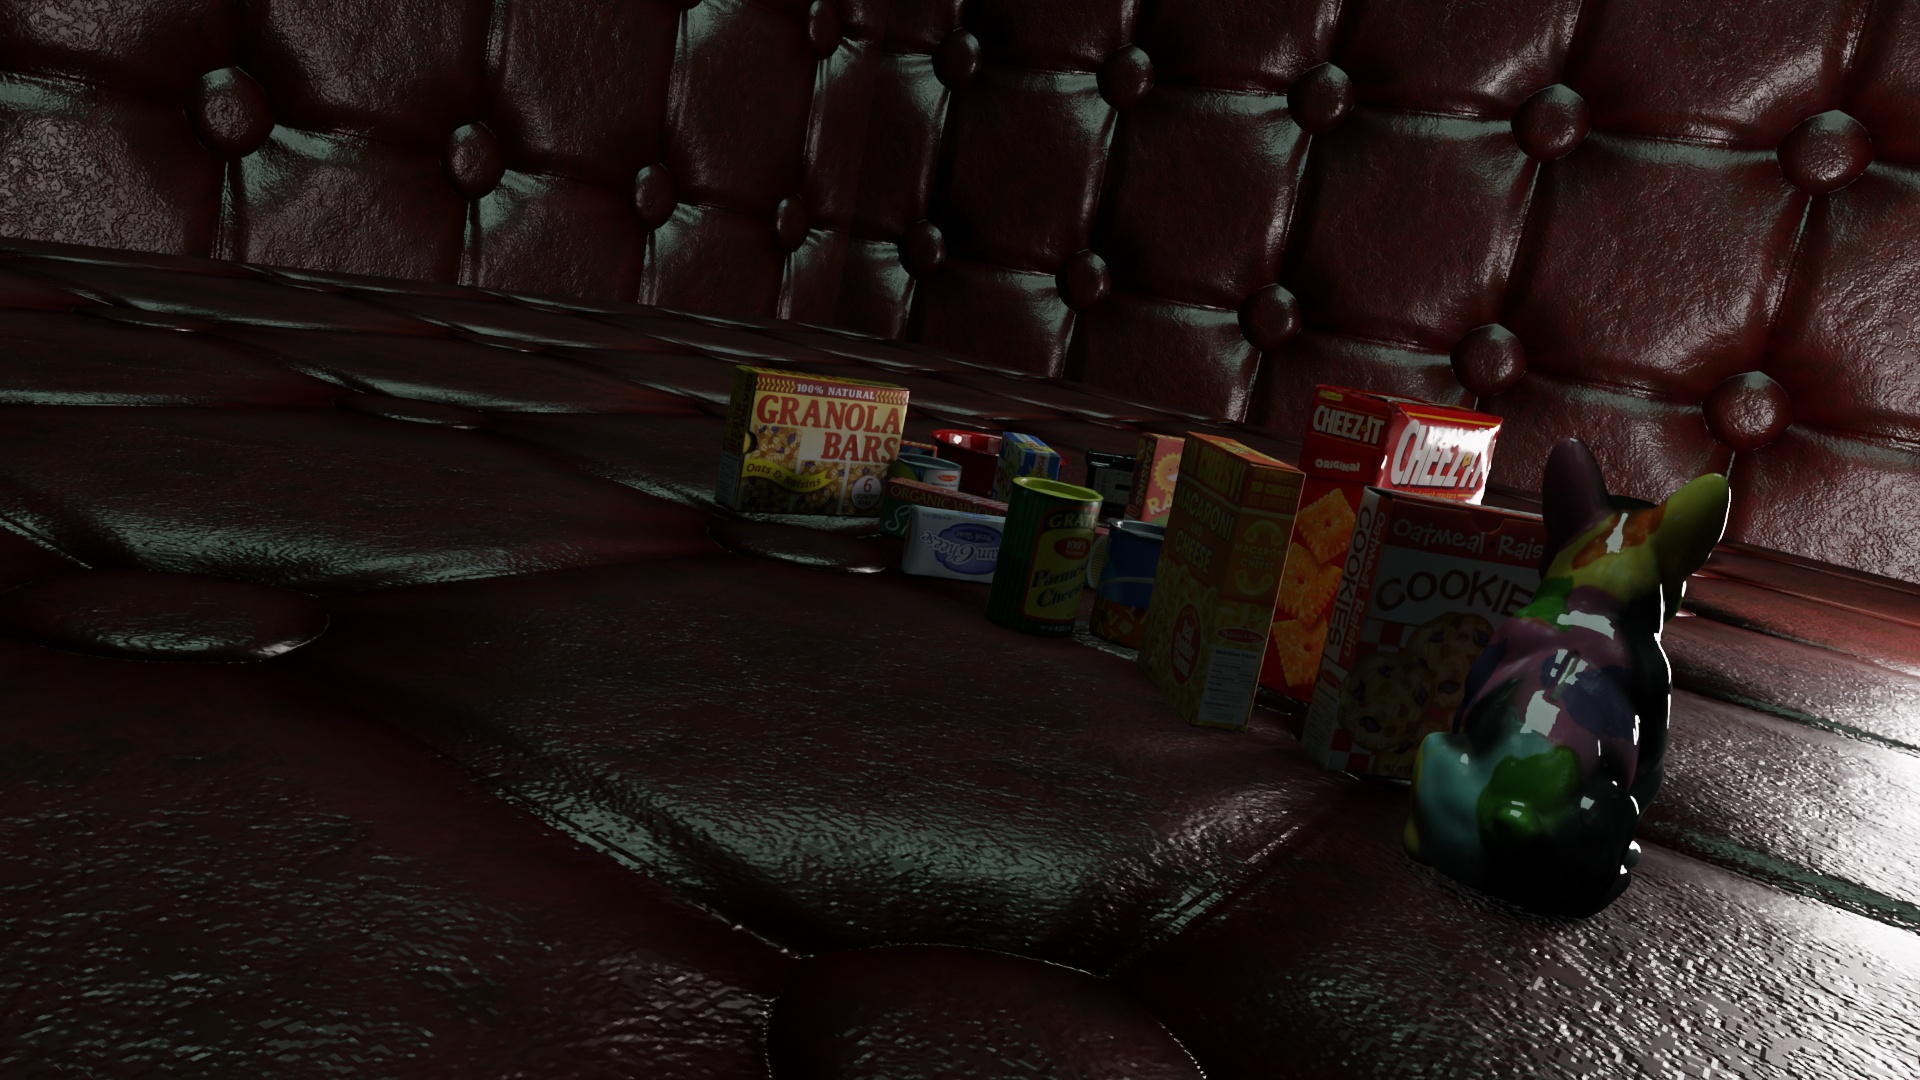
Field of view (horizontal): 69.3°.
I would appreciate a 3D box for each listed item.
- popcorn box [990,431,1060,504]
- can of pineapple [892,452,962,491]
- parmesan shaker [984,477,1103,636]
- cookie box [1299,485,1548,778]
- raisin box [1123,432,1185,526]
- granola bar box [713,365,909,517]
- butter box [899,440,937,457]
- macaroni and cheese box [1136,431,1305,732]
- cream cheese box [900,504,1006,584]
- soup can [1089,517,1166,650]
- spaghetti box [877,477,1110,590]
[{"bbox_3d":[0.063,-0.057,1.389,0.038,0.085,0.127,9,11,-11],"label":"popcorn box"},{"bbox_3d":[-0.037,-0.048,1.322,0.071,0.057,0.071,11,11,-2],"label":"can of pineapple"},{"bbox_3d":[0.062,0.012,1.007,0.071,0.103,0.071,11,11,-2],"label":"parmesan shaker"},{"bbox_3d":[0.283,0.059,0.824,0.123,0.167,0.040,8,11,-14],"label":"cookie box"},{"bbox_3d":[0.205,-0.036,1.327,0.086,0.123,0.040,8,11,-18],"label":"raisin box"},{"bbox_3d":[-0.131,-0.087,1.250,0.166,0.124,0.039,2,14,-40],"label":"granola bar box"},{"bbox_3d":[-0.080,-0.082,1.457,0.103,0.053,0.024,11,11,1],"label":"butter box"},{"bbox_3d":[0.164,0.022,0.892,0.040,0.166,0.124,9,11,-11],"label":"macaroni and cheese box"},{"bbox_3d":[0.006,0.005,1.111,0.104,0.053,0.024,7,12,-20],"label":"cream cheese box"},{"bbox_3d":[0.132,0.032,1.025,0.071,0.083,0.071,11,11,-2],"label":"soup can"},{"bbox_3d":[0.047,-0.003,1.198,0.250,0.050,0.029,15,11,17],"label":"spaghetti box"}]
